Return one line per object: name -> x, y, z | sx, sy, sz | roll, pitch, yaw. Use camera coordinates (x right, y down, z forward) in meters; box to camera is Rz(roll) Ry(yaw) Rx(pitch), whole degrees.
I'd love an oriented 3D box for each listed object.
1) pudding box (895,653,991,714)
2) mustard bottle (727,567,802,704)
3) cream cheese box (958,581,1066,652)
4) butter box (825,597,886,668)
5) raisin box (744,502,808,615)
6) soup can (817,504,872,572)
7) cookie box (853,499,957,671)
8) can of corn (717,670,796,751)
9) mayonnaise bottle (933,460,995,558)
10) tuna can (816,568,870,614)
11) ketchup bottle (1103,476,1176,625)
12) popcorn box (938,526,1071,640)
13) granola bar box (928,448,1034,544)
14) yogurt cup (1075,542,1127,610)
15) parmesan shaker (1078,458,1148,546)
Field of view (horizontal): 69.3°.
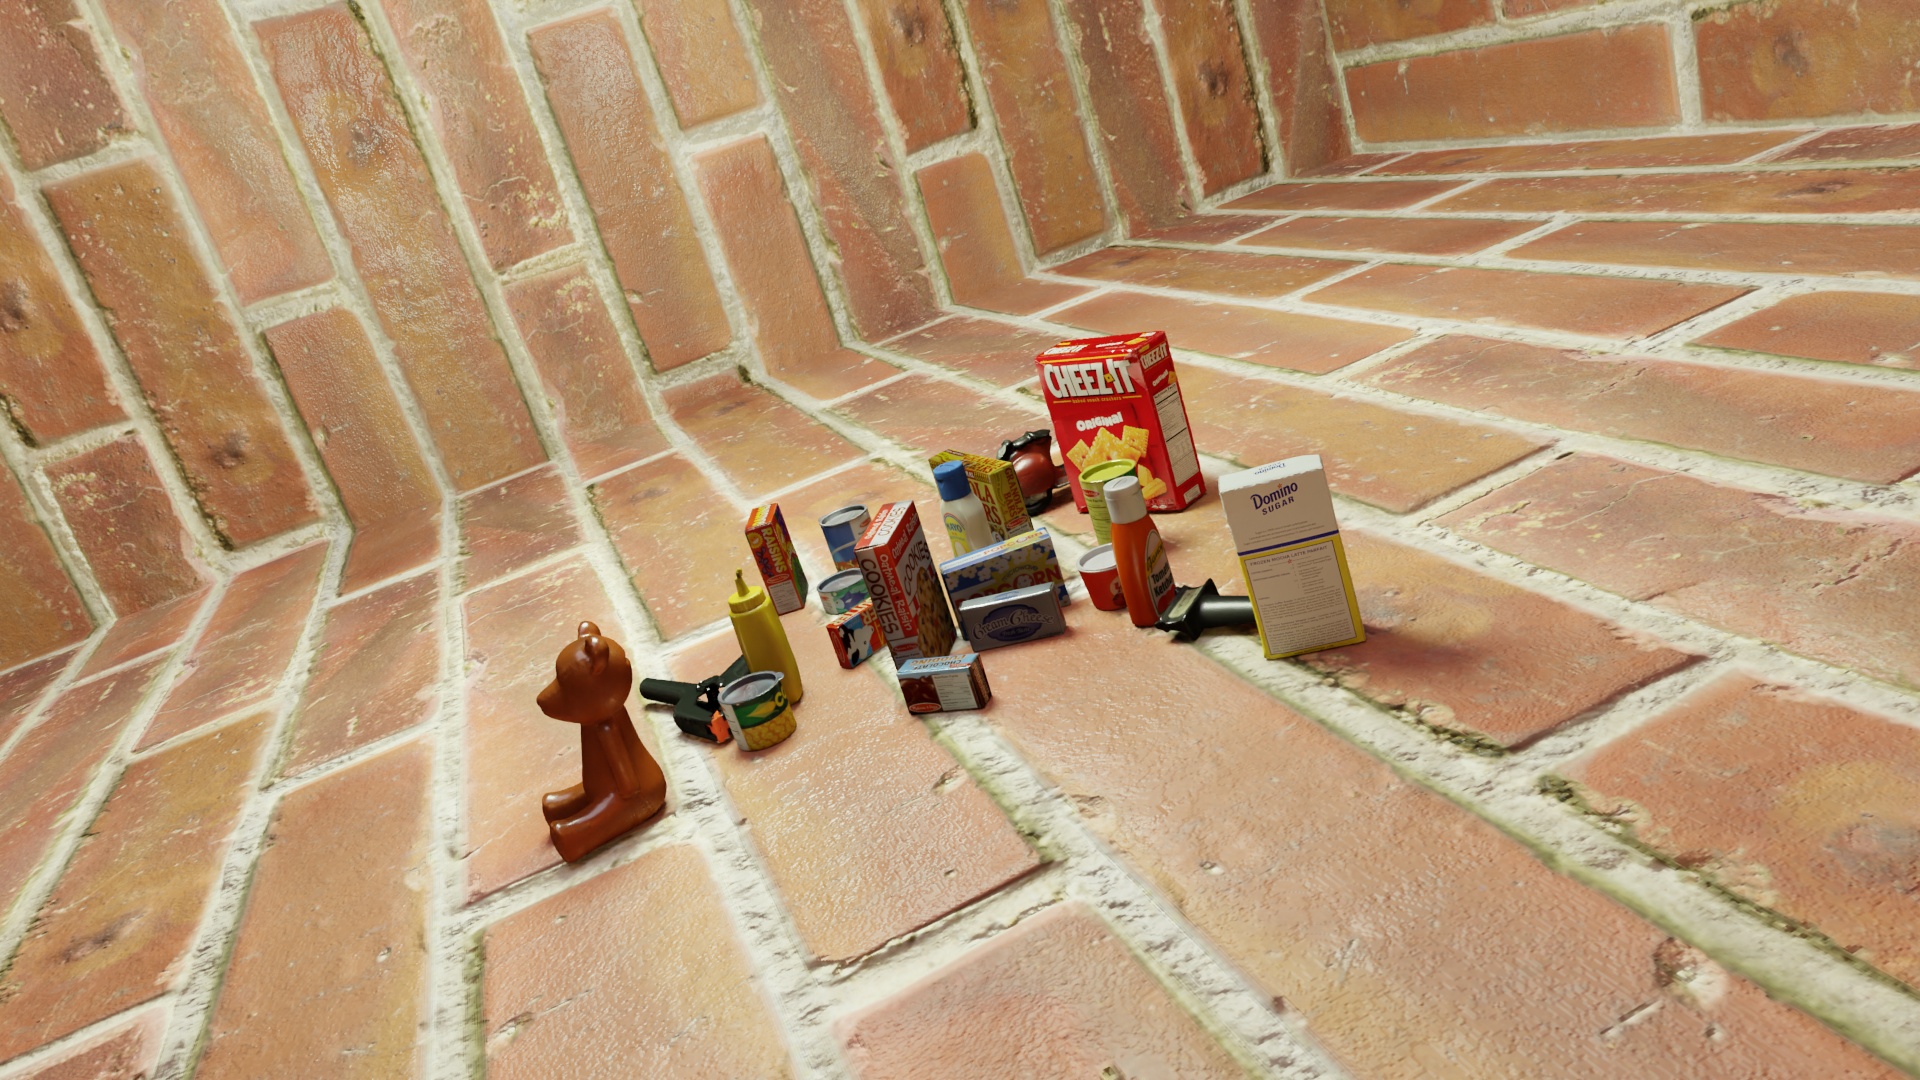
pudding box -> -0.017, 0.142, 1.371 | 0.083, 0.049, 0.030 | -8, 21, 26
mustard bottle -> -0.215, 0.101, 1.493 | 0.049, 0.159, 0.065 | -18, 19, 0
cream cheese box -> 0.055, 0.081, 1.467 | 0.104, 0.053, 0.024 | -13, 19, 15
butter box -> -0.102, 0.096, 1.568 | 0.024, 0.053, 0.104 | 2, 27, 46
raisin box -> -0.236, 0.023, 1.785 | 0.040, 0.123, 0.086 | -17, 19, 5
soup can -> -0.142, 0.004, 1.815 | 0.071, 0.083, 0.071 | -16, 19, 6
cookie box -> -0.056, 0.056, 1.463 | 0.040, 0.167, 0.123 | -13, 19, 16
can of corn -> -0.207, 0.175, 1.436 | 0.071, 0.058, 0.071 | -16, 19, 6
mayonnaise bottle -> 0.006, -0.021, 1.650 | 0.041, 0.147, 0.065 | -29, 21, -30
tuna can -> -0.141, 0.062, 1.730 | 0.071, 0.032, 0.071 | -16, 19, 6
ketchup bottle -> 0.180, 0.009, 1.409 | 0.043, 0.148, 0.065 | -3, 24, 38
popcorn box -> 0.048, 0.047, 1.519 | 0.127, 0.085, 0.038 | -19, 19, -4
granola bar box -> 0.029, -0.044, 1.730 | 0.039, 0.123, 0.165 | -26, 20, -22
yogurt cup -> 0.163, 0.039, 1.486 | 0.072, 0.053, 0.072 | -16, 19, 6
parmesan shaker -> 0.180, -0.035, 1.600 | 0.071, 0.102, 0.071 | -16, 19, 6
